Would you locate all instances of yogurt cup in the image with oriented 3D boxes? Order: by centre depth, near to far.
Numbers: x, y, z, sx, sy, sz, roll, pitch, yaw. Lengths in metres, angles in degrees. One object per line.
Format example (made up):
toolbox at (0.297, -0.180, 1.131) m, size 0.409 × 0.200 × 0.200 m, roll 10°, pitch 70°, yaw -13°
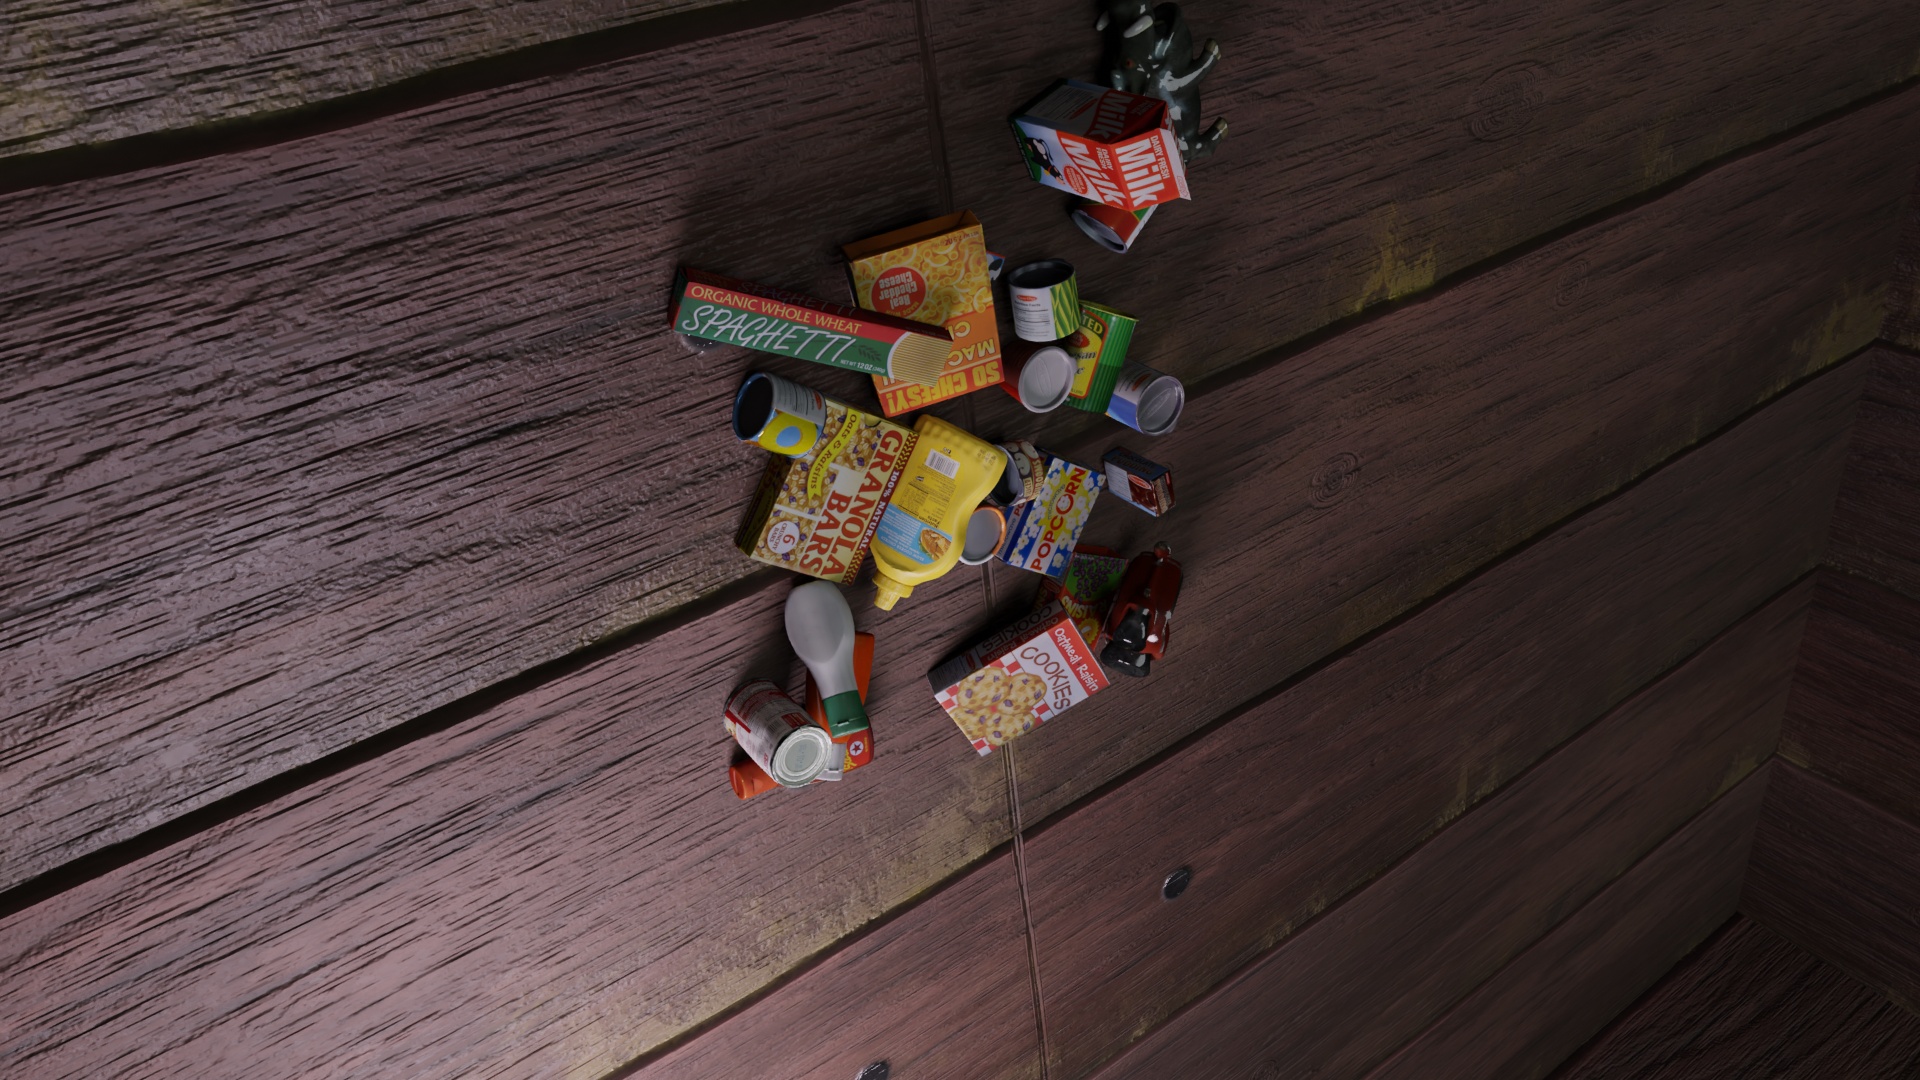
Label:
yogurt cup at (0.072, -0.168, 1.393) m, size 0.072 × 0.054 × 0.072 m, roll -17°, pitch 121°, yaw -30°

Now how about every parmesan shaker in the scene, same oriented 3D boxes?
parmesan shaker at (0.136, -0.187, 1.421) m, size 0.071 × 0.071 × 0.102 m, roll 4°, pitch 109°, yaw -39°

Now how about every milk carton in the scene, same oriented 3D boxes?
milk carton at (0.135, -0.356, 1.256) m, size 0.073 × 0.191 × 0.072 m, roll -40°, pitch 130°, yaw -15°

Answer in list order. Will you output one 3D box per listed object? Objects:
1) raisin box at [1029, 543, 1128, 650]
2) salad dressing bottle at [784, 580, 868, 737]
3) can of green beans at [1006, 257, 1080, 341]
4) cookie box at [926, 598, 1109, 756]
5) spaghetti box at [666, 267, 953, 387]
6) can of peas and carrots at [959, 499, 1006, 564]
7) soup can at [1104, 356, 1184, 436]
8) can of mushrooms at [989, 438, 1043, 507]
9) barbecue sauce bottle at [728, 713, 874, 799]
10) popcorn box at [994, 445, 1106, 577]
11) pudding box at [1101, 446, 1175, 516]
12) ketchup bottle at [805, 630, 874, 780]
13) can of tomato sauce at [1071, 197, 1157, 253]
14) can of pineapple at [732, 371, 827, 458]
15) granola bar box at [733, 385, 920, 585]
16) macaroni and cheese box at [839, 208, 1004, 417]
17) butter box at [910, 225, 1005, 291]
raisin box at (0.129, 0.067, 1.564) m, size 0.086 × 0.040 × 0.123 m, roll 8°, pitch 107°, yaw -41°
salad dressing bottle at (-0.126, 0.114, 1.331) m, size 0.064 × 0.148 × 0.044 m, roll -18°, pitch 169°, yaw 7°
can of green beans at (0.082, -0.235, 1.360) m, size 0.071 × 0.071 × 0.057 m, roll -28°, pitch 127°, yaw -24°
cookie box at (0.065, 0.151, 1.521) m, size 0.167 × 0.040 × 0.122 m, roll -30°, pitch 130°, yaw 4°
spaghetti box at (-0.127, -0.183, 1.207) m, size 0.250 × 0.029 × 0.050 m, roll 9°, pitch 121°, yaw -26°
can of peas and carrots at (0.005, -0.018, 1.413) m, size 0.071 × 0.059 × 0.070 m, roll -18°, pitch 122°, yaw -31°
soup can at (0.185, -0.153, 1.468) m, size 0.071 × 0.084 × 0.071 m, roll -17°, pitch 122°, yaw -30°
can of mushrooms at (0.054, -0.068, 1.417) m, size 0.033 × 0.071 × 0.070 m, roll -17°, pitch 121°, yaw -32°
barbecue sauce bottle at (-0.161, 0.221, 1.413) m, size 0.149 × 0.044 × 0.064 m, roll -17°, pitch 117°, yaw -30°
popcorn box at (0.093, -0.029, 1.489) m, size 0.085 × 0.038 × 0.126 m, roll 16°, pitch 101°, yaw -41°
pudding box at (0.195, -0.065, 1.519) m, size 0.030 × 0.084 × 0.049 m, roll -31°, pitch 127°, yaw -22°
ketchup bottle at (-0.125, 0.162, 1.381) m, size 0.065 × 0.043 × 0.149 m, roll 10°, pitch 86°, yaw -32°
can of tomato sauce at (0.158, -0.338, 1.368) m, size 0.071 × 0.071 × 0.083 m, roll 36°, pitch 87°, yaw -43°
can of pineapple at (-0.162, -0.110, 1.234) m, size 0.058 × 0.071 × 0.071 m, roll 18°, pitch 100°, yaw -41°
granola bar box at (-0.124, -0.049, 1.311) m, size 0.124 × 0.039 × 0.165 m, roll 18°, pitch 100°, yaw -42°
macaroni and cheese box at (-0.032, -0.206, 1.273) m, size 0.124 × 0.040 × 0.165 m, roll -18°, pitch 130°, yaw -9°
butter box at (-0.009, -0.257, 1.306) m, size 0.103 × 0.024 × 0.053 m, roll 9°, pitch 107°, yaw -40°
